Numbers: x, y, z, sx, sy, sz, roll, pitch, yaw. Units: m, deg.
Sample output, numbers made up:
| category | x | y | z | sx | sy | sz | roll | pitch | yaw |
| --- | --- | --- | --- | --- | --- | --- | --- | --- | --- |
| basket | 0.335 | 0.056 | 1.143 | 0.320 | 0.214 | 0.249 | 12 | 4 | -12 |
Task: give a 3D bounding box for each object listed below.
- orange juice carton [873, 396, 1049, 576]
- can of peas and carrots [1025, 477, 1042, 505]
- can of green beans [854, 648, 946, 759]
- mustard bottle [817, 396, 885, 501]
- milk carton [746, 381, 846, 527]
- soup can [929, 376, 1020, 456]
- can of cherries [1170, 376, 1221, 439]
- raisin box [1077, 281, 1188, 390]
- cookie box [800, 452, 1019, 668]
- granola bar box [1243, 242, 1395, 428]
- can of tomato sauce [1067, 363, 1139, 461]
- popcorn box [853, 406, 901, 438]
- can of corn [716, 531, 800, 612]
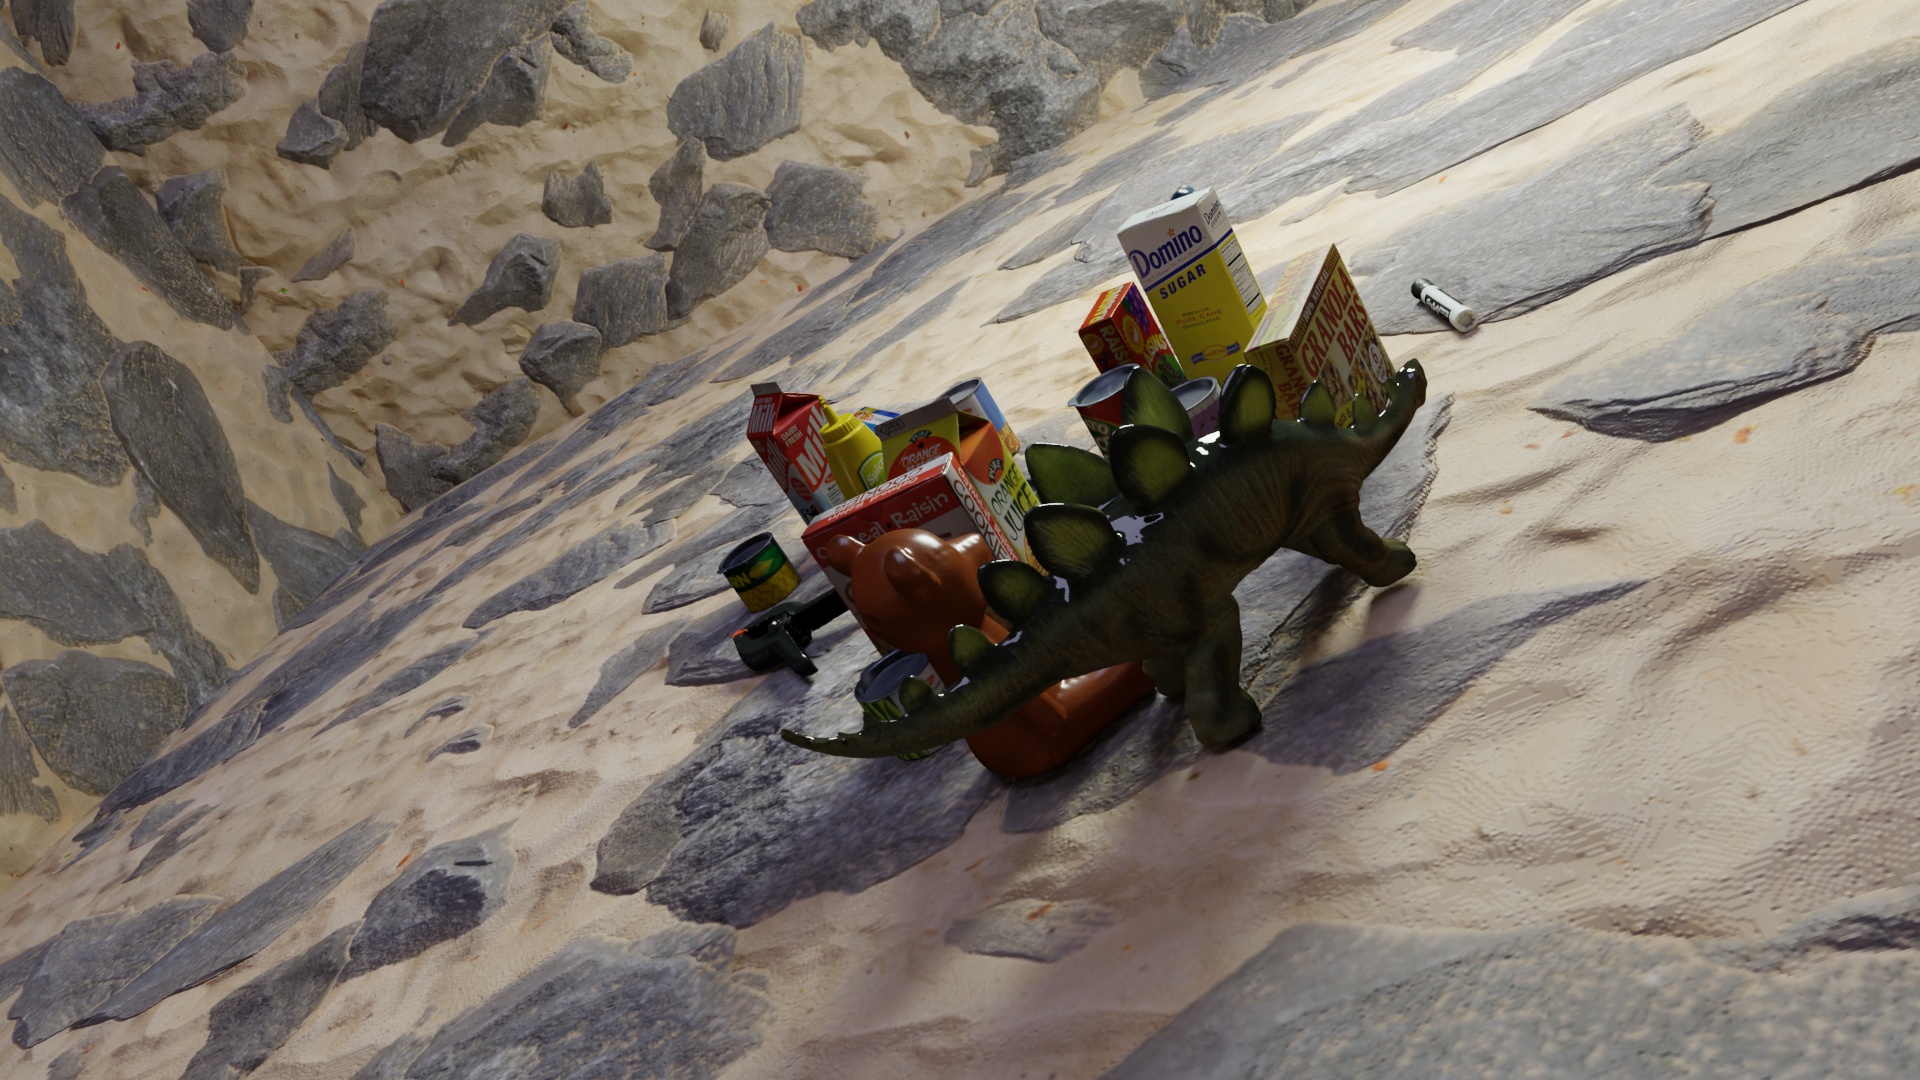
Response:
| category | x | y | z | sx | sy | sz | roll | pitch | yaw |
| --- | --- | --- | --- | --- | --- | --- | --- | --- | --- |
| orange juice carton | 0.011 | -0.021 | 1.066 | 0.071 | 0.192 | 0.073 | -20 | 23 | 31 |
| can of peas and carrots | 0.053 | -0.011 | 1.176 | 0.071 | 0.058 | 0.071 | -28 | 20 | 11 |
| can of green beans | -0.034 | 0.117 | 1.009 | 0.071 | 0.057 | 0.071 | -28 | 20 | 11 |
| mustard bottle | -0.102 | -0.078 | 1.411 | 0.065 | 0.160 | 0.049 | -43 | 22 | -27 |
| milk carton | -0.158 | -0.088 | 1.471 | 0.074 | 0.190 | 0.072 | -42 | 22 | -24 |
| soup can | 0.014 | -0.119 | 1.448 | 0.071 | 0.083 | 0.071 | -28 | 20 | 11 |
| can of cherries | 0.195 | -0.094 | 1.163 | 0.071 | 0.058 | 0.072 | -28 | 20 | 11 |
| raisin box | 0.162 | -0.166 | 1.283 | 0.040 | 0.123 | 0.086 | -19 | 24 | 33 |
| cookie box | -0.019 | 0.033 | 1.022 | 0.122 | 0.167 | 0.040 | -24 | 21 | 21 |
| granola bar box | 0.273 | -0.132 | 1.043 | 0.039 | 0.124 | 0.166 | -17 | 25 | 36 |
| can of tomato sauce | 0.145 | -0.102 | 1.218 | 0.071 | 0.083 | 0.071 | -28 | 20 | 11 |
| popcorn box | -0.079 | -0.101 | 1.540 | 0.038 | 0.085 | 0.127 | -37 | 20 | -13 |
| can of corn | -0.212 | 0.035 | 1.457 | 0.071 | 0.058 | 0.071 | -28 | 20 | 11 |
